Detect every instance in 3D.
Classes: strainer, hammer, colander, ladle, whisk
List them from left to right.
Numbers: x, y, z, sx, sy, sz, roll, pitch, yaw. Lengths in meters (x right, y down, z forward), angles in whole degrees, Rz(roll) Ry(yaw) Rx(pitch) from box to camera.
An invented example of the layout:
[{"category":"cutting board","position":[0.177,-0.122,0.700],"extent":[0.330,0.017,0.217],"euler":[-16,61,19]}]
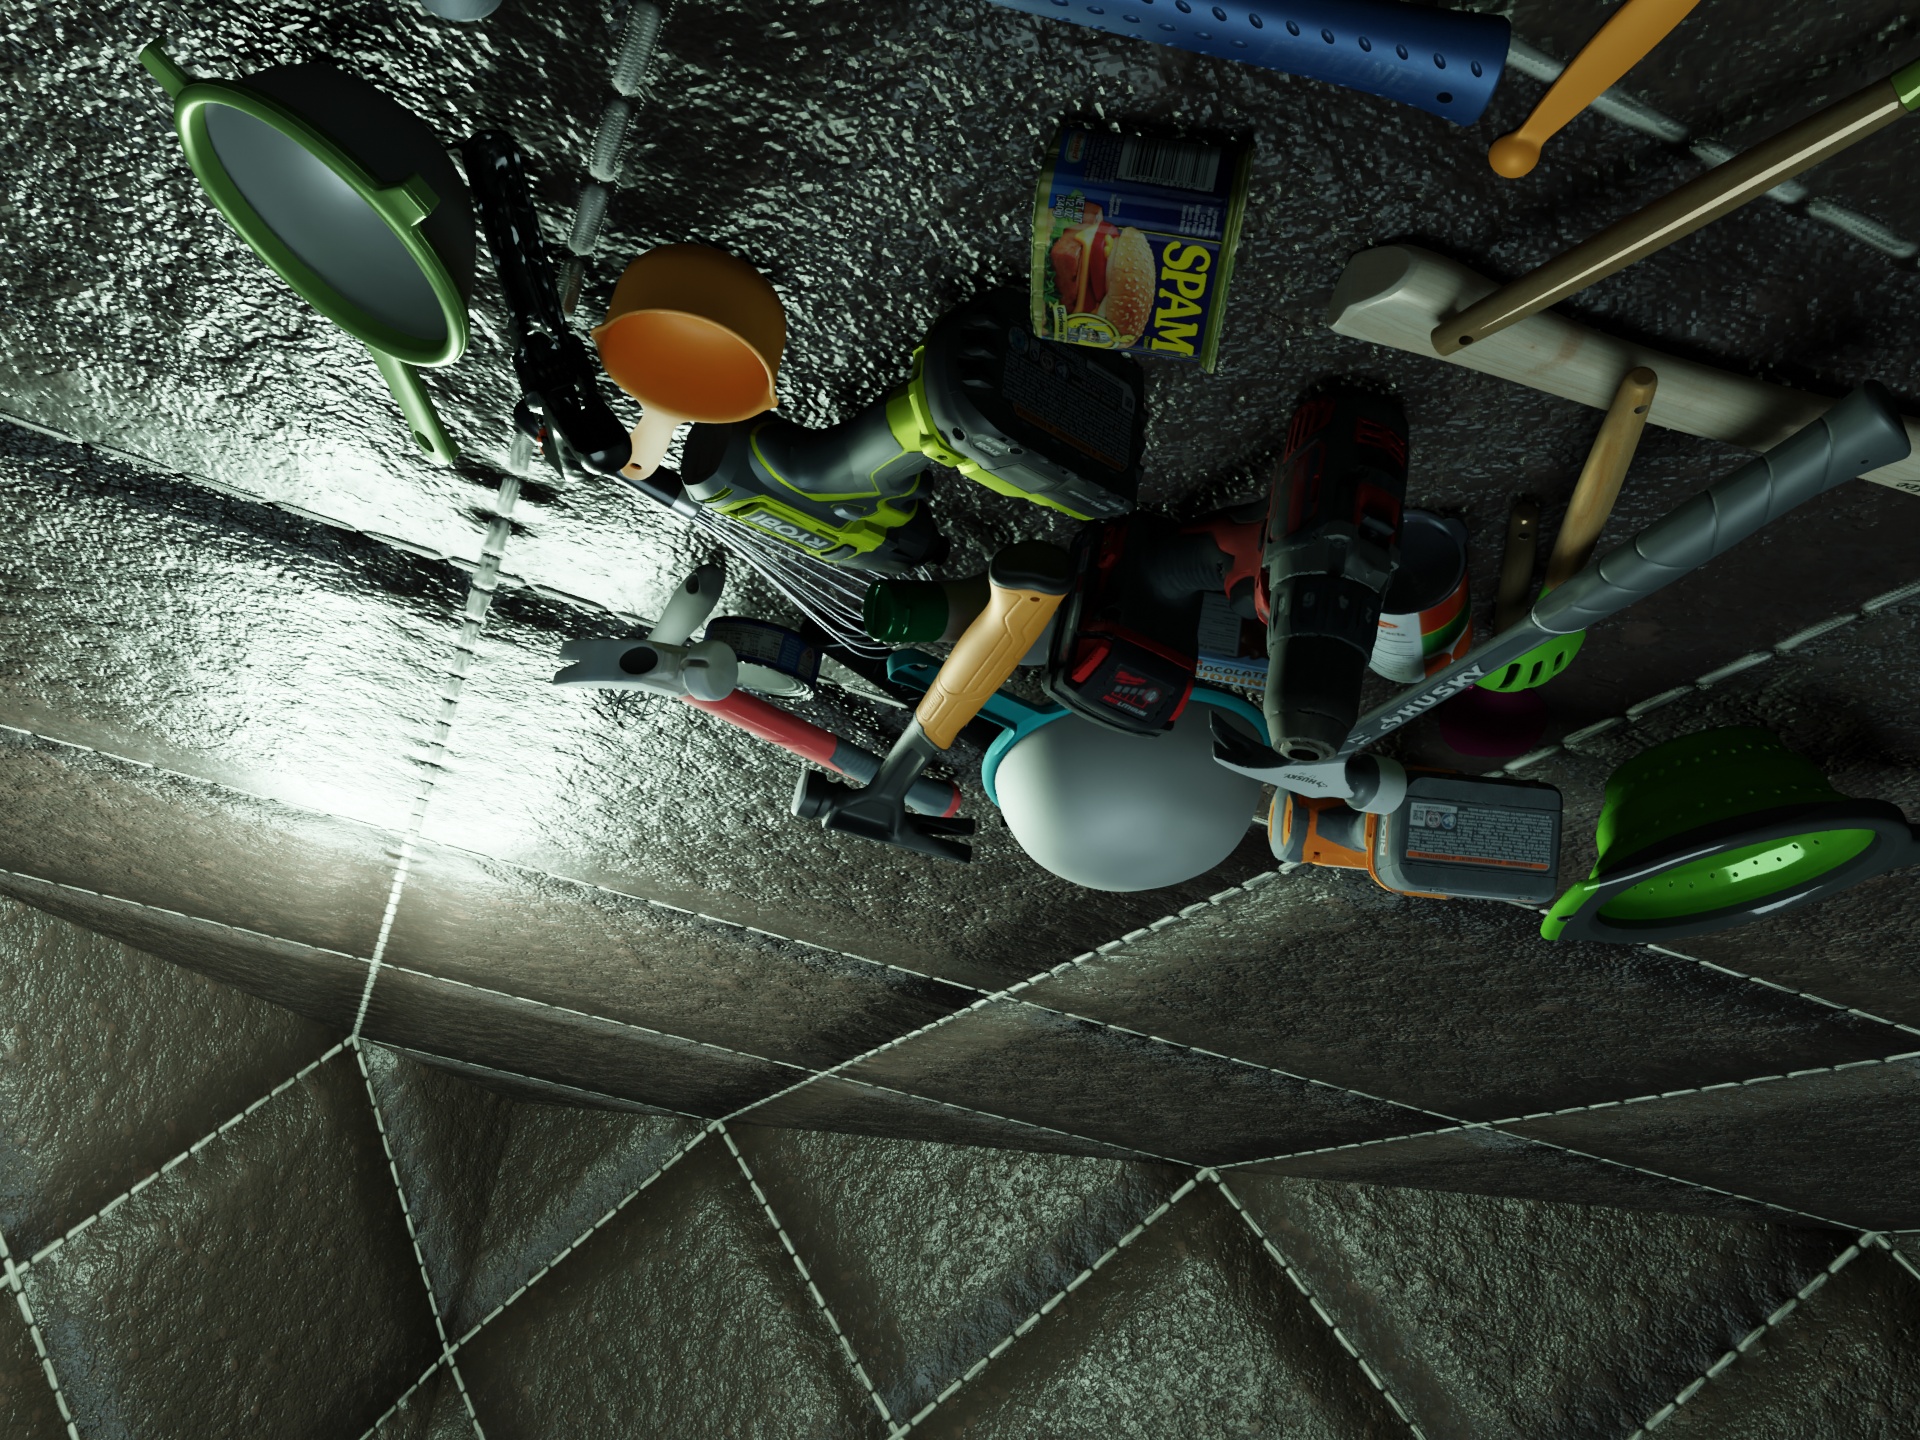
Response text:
[{"category":"strainer","position":[-0.265,-0.214,0.754],"extent":[0.151,0.069,0.256],"euler":[30,159,11]},{"category":"whisk","position":[-0.213,-0.052,1.134],"extent":[0.055,0.055,0.239],"euler":[19,151,-19]},{"category":"whisk","position":[-0.136,-0.116,0.953],"extent":[0.284,0.070,0.070],"euler":[27,151,-24]},{"category":"hammer","position":[-0.124,0.015,1.179],"extent":[0.143,0.038,0.386],"euler":[3,165,31]},{"category":"hammer","position":[-0.006,-0.277,0.566],"extent":[0.405,0.035,0.144],"euler":[11,156,-2]},{"category":"hammer","position":[-0.002,-0.003,0.945],"extent":[0.127,0.034,0.336],"euler":[17,149,-12]},{"category":"hammer","position":[0.005,0.005,1.183],"extent":[0.146,0.035,0.334],"euler":[-12,147,39]},{"category":"strainer","position":[0.080,0.045,1.082],"extent":[0.211,0.095,0.340],"euler":[-30,143,34]},{"category":"hammer","position":[0.288,-0.048,0.812],"extent":[0.149,0.036,0.409],"euler":[12,151,-25]},{"category":"hammer","position":[0.363,-0.135,0.732],"extent":[0.410,0.038,0.146],"euler":[14,157,-7]},{"category":"ladle","position":[0.304,-0.198,0.559],"extent":[0.078,0.062,0.320],"euler":[29,145,-30]},{"category":"colander","position":[0.564,0.052,1.022],"extent":[0.397,0.095,0.204],"euler":[-10,154,1]}]

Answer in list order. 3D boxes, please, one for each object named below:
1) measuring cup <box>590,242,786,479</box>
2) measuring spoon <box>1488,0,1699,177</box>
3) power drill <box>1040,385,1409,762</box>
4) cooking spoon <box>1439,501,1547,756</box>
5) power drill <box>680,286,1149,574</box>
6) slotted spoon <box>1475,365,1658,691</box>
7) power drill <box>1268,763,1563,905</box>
[{"category":"measuring cup","position":[-0.146,-0.180,0.818],"extent":[0.095,0.052,0.173],"euler":[19,156,-18]},{"category":"measuring spoon","position":[0.235,-0.238,0.585],"extent":[0.021,0.011,0.117],"euler":[17,155,-14]},{"category":"power drill","position":[0.137,-0.052,0.826],"extent":[0.080,0.188,0.226],"euler":[22,157,-24]},{"category":"cooking spoon","position":[0.331,-0.042,0.969],"extent":[0.069,0.017,0.318],"euler":[2,155,15]},{"category":"power drill","position":[-0.017,-0.135,0.836],"extent":[0.171,0.080,0.223],"euler":[21,159,-39]},{"category":"slotted spoon","position":[0.309,-0.082,0.811],"extent":[0.070,0.031,0.313],"euler":[-15,155,2]},{"category":"power drill","position":[0.325,0.078,1.102],"extent":[0.164,0.084,0.226],"euler":[6,177,-7]}]
